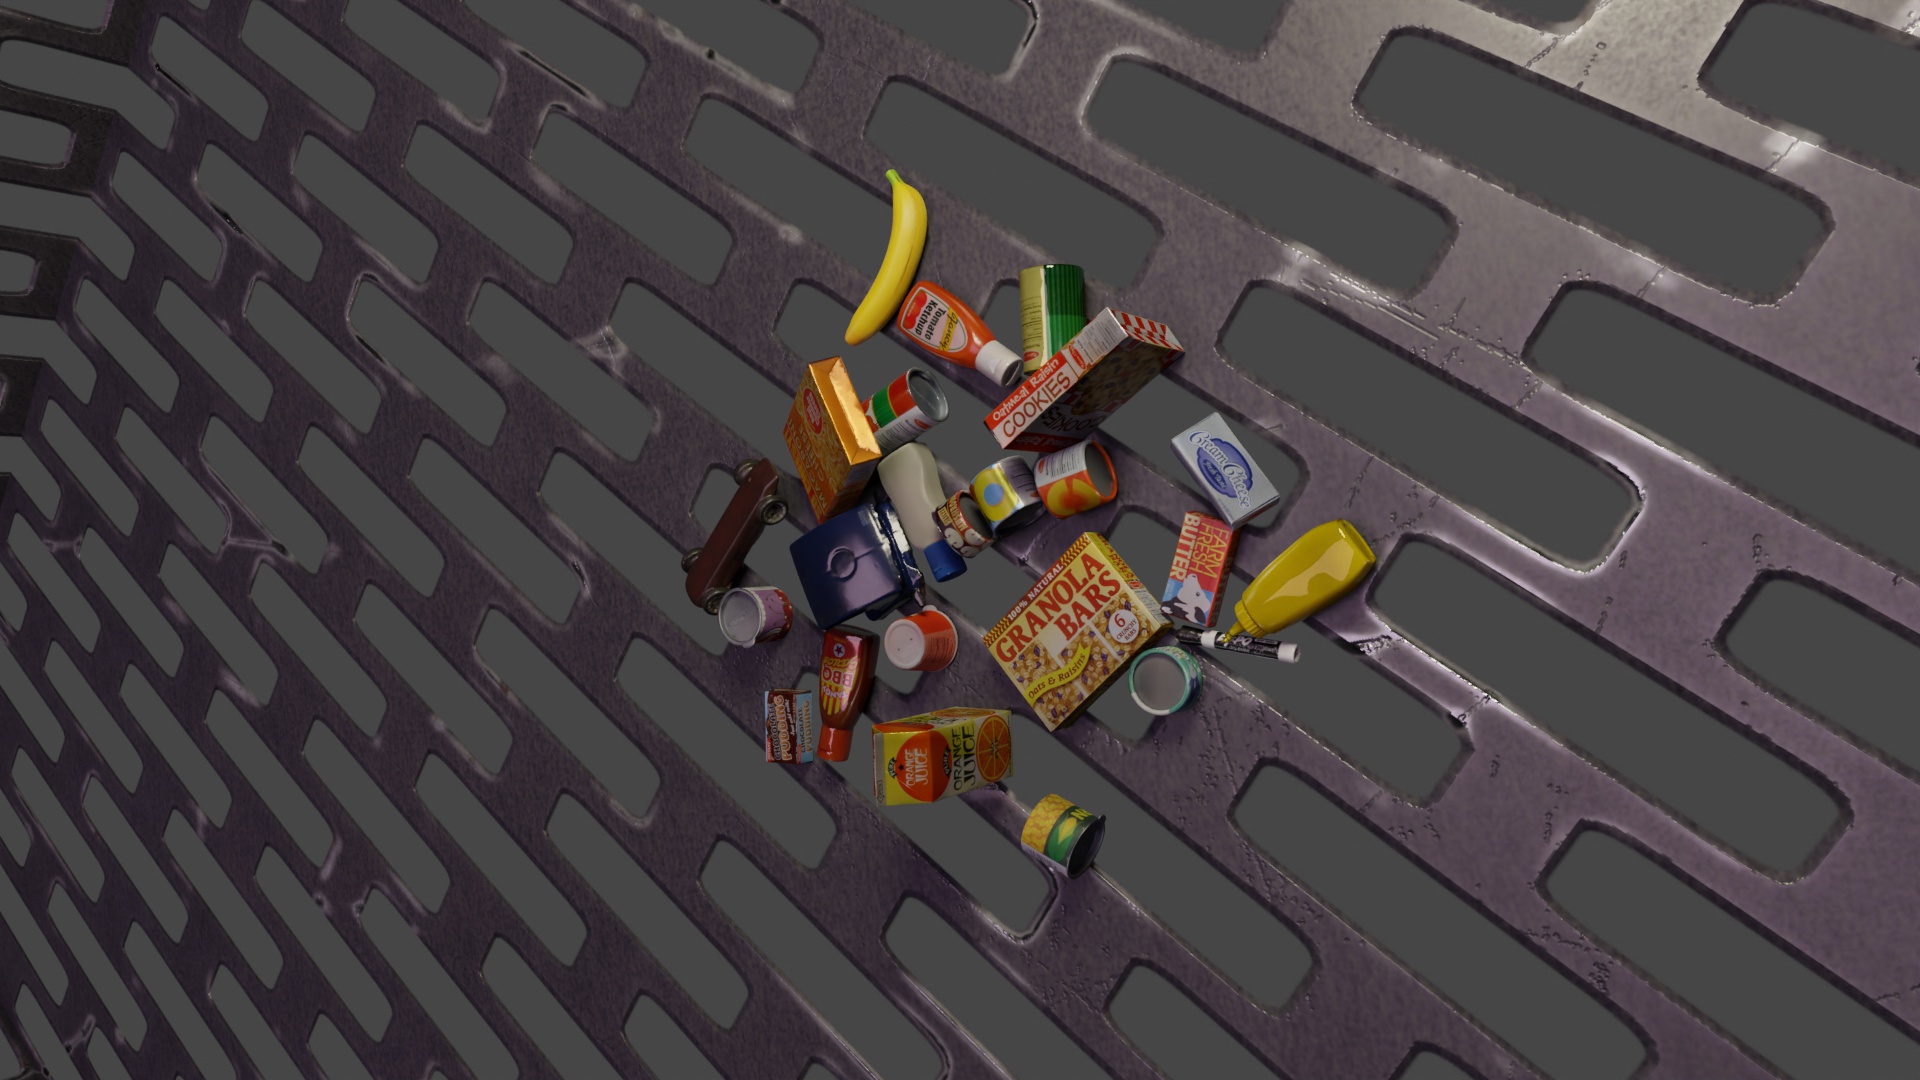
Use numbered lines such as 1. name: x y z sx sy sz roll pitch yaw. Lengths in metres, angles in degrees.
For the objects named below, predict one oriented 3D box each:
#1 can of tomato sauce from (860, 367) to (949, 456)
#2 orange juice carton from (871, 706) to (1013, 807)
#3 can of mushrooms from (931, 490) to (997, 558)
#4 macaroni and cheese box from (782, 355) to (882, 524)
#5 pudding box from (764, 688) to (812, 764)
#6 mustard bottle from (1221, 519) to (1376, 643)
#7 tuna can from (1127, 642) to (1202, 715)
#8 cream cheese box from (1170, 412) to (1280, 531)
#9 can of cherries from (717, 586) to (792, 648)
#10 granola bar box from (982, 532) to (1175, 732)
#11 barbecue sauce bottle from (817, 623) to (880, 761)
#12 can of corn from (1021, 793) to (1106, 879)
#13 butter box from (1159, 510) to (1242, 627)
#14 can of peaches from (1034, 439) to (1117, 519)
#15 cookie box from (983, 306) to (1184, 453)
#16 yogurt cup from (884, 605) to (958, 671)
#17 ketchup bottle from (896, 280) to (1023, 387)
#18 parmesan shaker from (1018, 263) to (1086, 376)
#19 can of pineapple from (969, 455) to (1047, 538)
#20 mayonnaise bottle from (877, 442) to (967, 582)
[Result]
1. can of tomato sauce: -0.065 -0.139 1.494 0.083 0.071 0.071 -30 74 30
2. orange juice carton: -0.027 0.215 1.394 0.073 0.193 0.071 -1 91 34
3. can of mushrooms: 0.005 -0.018 1.445 0.033 0.071 0.071 -35 72 26
4. macaroni and cheese box: -0.141 -0.105 1.506 0.124 0.040 0.165 67 157 15
5. pudding box: -0.198 0.214 1.602 0.049 0.030 0.083 0 90 34
6. mustard bottle: 0.300 0.046 1.268 0.159 0.049 0.065 -40 69 27
7. tuna can: 0.198 0.133 1.343 0.071 0.033 0.071 1 91 33
8. cream cheese box: 0.247 -0.065 1.302 0.053 0.024 0.104 -31 71 -6
9. can of cherries: -0.237 0.089 1.610 0.071 0.058 0.071 0 90 32
10. granola bar box: 0.116 0.091 1.393 0.165 0.039 0.124 -48 67 24
11. barbecue sauce bottle: -0.131 0.171 1.550 0.065 0.044 0.148 14 98 31
12. can of corn: 0.103 0.292 1.386 0.058 0.071 0.071 25 104 31
13. butter box: 0.230 0.027 1.327 0.053 0.024 0.103 19 101 31
14. can of peaches: 0.116 -0.059 1.378 0.058 0.071 0.071 -22 79 31
15. cookie box: 0.119 -0.150 1.340 0.167 0.123 0.040 -41 69 27
16. yogurt cup: -0.045 0.109 1.488 0.072 0.054 0.072 1 92 33
17. ketchup bottle: 0.002 -0.213 1.463 0.149 0.043 0.064 38 110 26
18. parmesan shaker: 0.095 -0.219 1.387 0.071 0.071 0.103 -4 88 33
19. can of pineapple: 0.049 -0.044 1.420 0.070 0.071 0.058 -39 70 27
20. mayonnaise bottle: -0.037 -0.028 1.491 0.064 0.041 0.148 -33 74 36
